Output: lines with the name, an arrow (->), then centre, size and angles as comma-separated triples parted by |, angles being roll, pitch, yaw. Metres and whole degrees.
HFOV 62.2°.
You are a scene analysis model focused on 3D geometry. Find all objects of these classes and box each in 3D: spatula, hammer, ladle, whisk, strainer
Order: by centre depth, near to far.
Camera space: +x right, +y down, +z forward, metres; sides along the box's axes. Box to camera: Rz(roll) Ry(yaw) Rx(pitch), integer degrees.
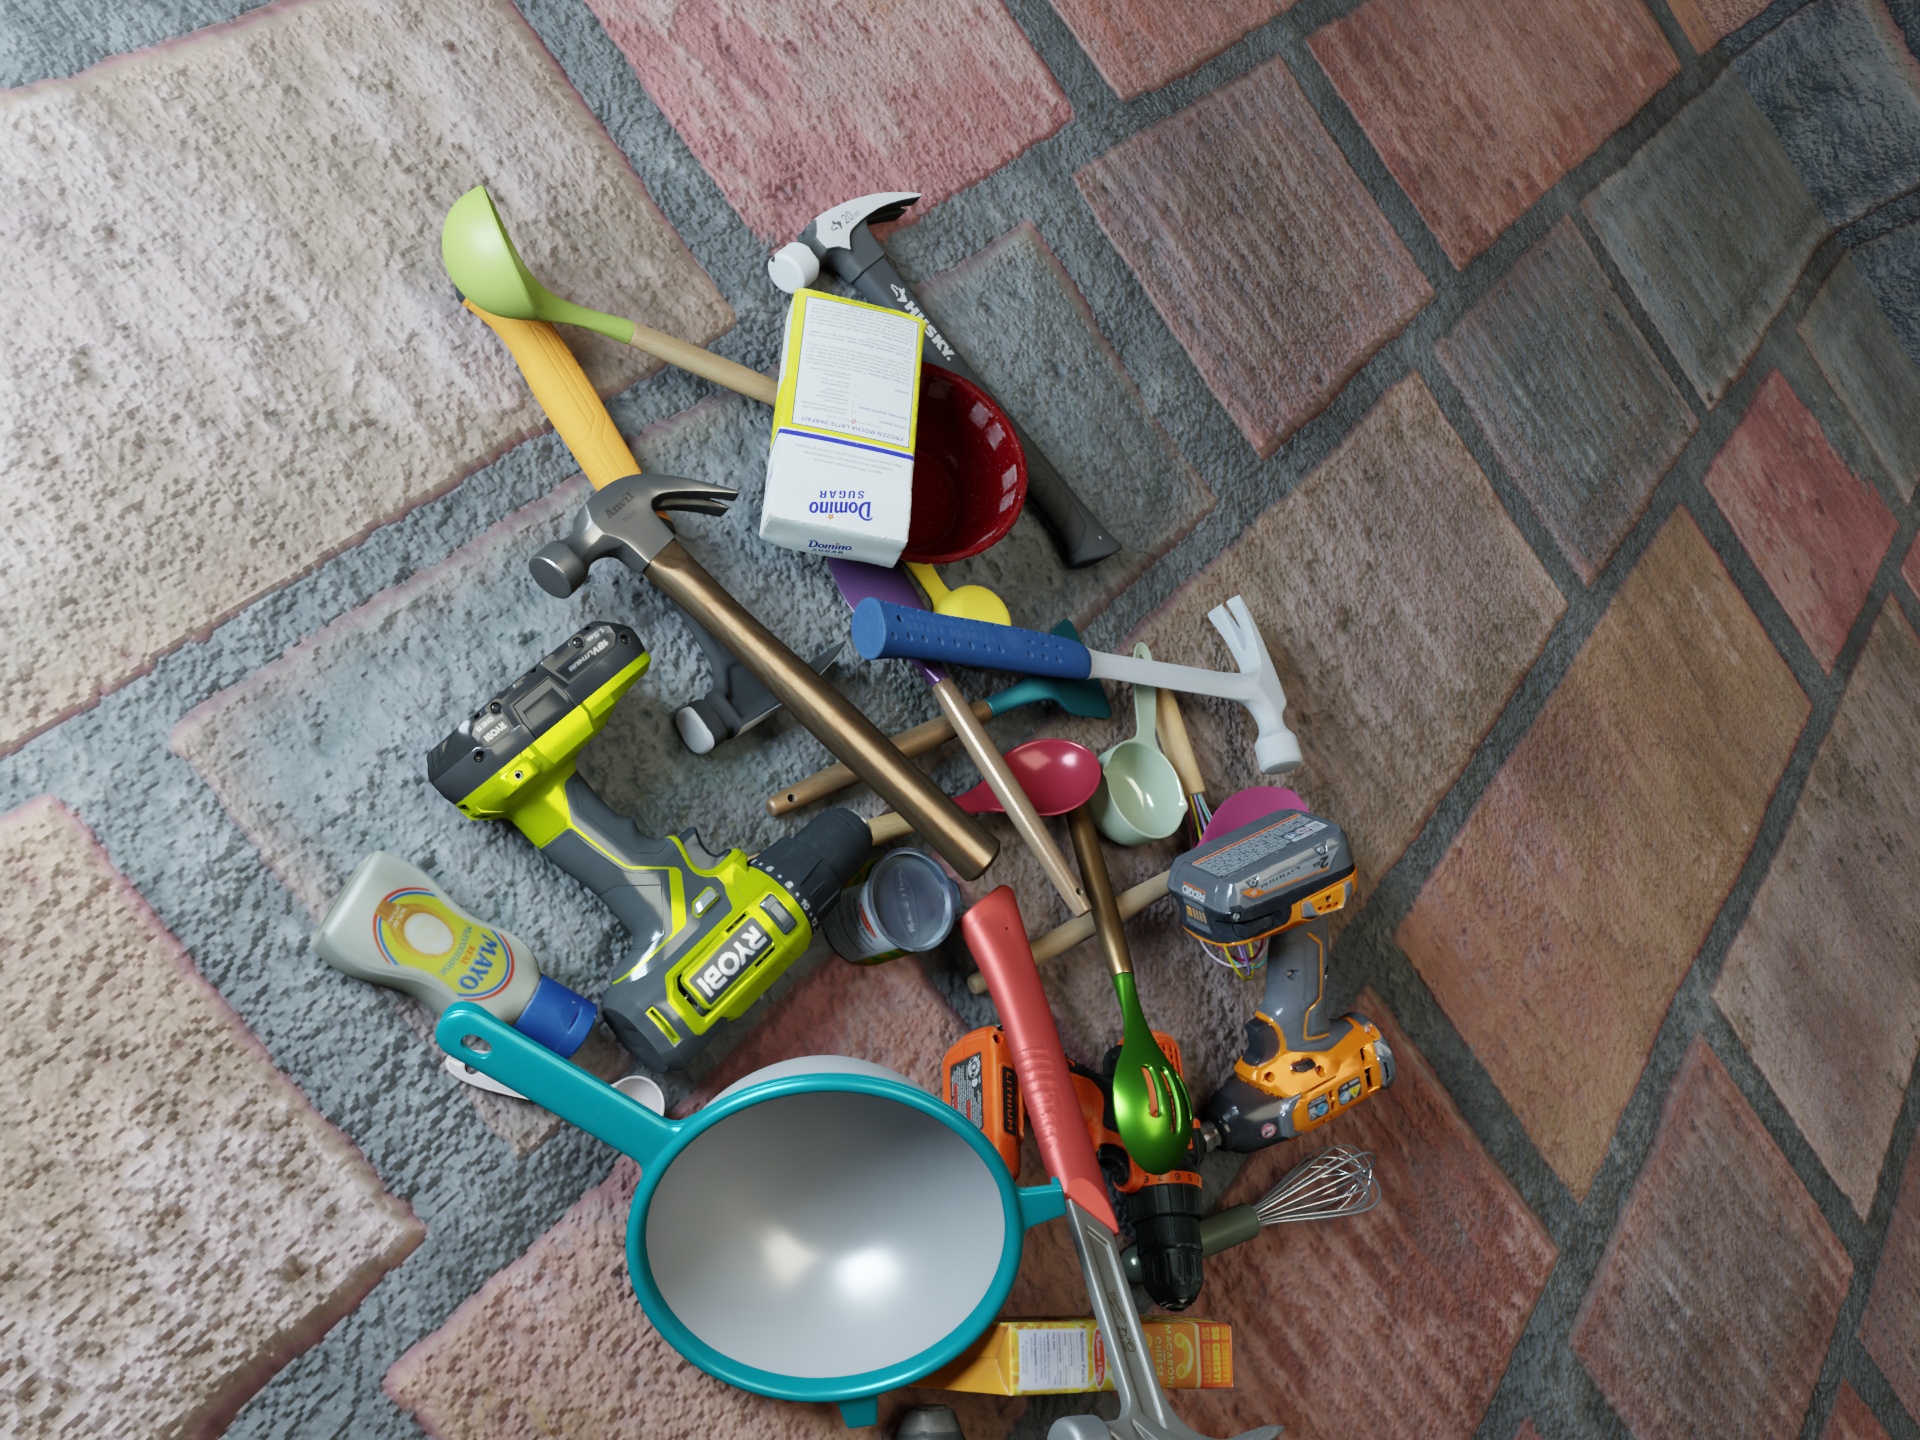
strainer -> -0.125, 0.229, 0.867 | 0.340, 0.211, 0.095 | 35, 15, -14
hammer -> 0.072, 0.258, 0.945 | 0.149, 0.036, 0.359 | 11, 46, -35
hammer -> -0.100, -0.023, 0.981 | 0.331, 0.031, 0.130 | 43, 54, -10
hammer -> -0.206, -0.149, 1.005 | 0.127, 0.034, 0.337 | -36, 96, -38
ladle -> -0.184, -0.248, 1.016 | 0.320, 0.062, 0.078 | 15, 38, -45
ladle -> -0.035, 0.067, 1.049 | 0.315, 0.031, 0.069 | -15, 46, -35
spatula -> -0.002, -0.003, 1.073 | 0.060, 0.018, 0.316 | -21, 72, -39
spatula -> -0.007, 0.006, 1.104 | 0.317, 0.044, 0.082 | -24, 89, -35
whisk -> 0.208, 0.351, 1.124 | 0.246, 0.059, 0.058 | -8, 42, -34
hammer -> 0.094, -0.046, 1.144 | 0.405, 0.035, 0.144 | 7, 61, -39
hammer -> 0.009, -0.249, 1.201 | 0.334, 0.035, 0.146 | 49, 53, -12
whisk -> 0.182, 0.077, 1.204 | 0.047, 0.051, 0.245 | -8, 76, -32

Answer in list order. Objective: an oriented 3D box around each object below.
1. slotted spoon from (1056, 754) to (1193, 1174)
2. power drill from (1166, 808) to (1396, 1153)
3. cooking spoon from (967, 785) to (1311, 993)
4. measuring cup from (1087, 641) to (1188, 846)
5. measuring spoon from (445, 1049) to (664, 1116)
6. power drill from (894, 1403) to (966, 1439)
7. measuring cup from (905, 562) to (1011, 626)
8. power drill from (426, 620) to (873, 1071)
slotted spoon -> 0.102, 0.149, 1.071 | 0.070, 0.031, 0.314 | 19, 44, -37
power drill -> 0.217, 0.195, 1.122 | 0.164, 0.084, 0.226 | -22, 110, -22
cooking spoon -> 0.135, 0.122, 1.133 | 0.319, 0.017, 0.069 | -23, 72, -29
measuring cup -> 0.127, 0.017, 1.192 | 0.083, 0.038, 0.168 | 23, 53, -29
measuring spoon -> -0.224, 0.203, 0.878 | 0.124, 0.018, 0.034 | 21, 64, -22
power drill -> -0.080, 0.469, 0.846 | 0.226, 0.080, 0.188 | 14, 65, -35
measuring cup -> -0.018, -0.110, 1.132 | 0.062, 0.029, 0.156 | -39, 98, -39
power drill -> -0.171, 0.059, 0.915 | 0.190, 0.080, 0.228 | -44, 102, -29
